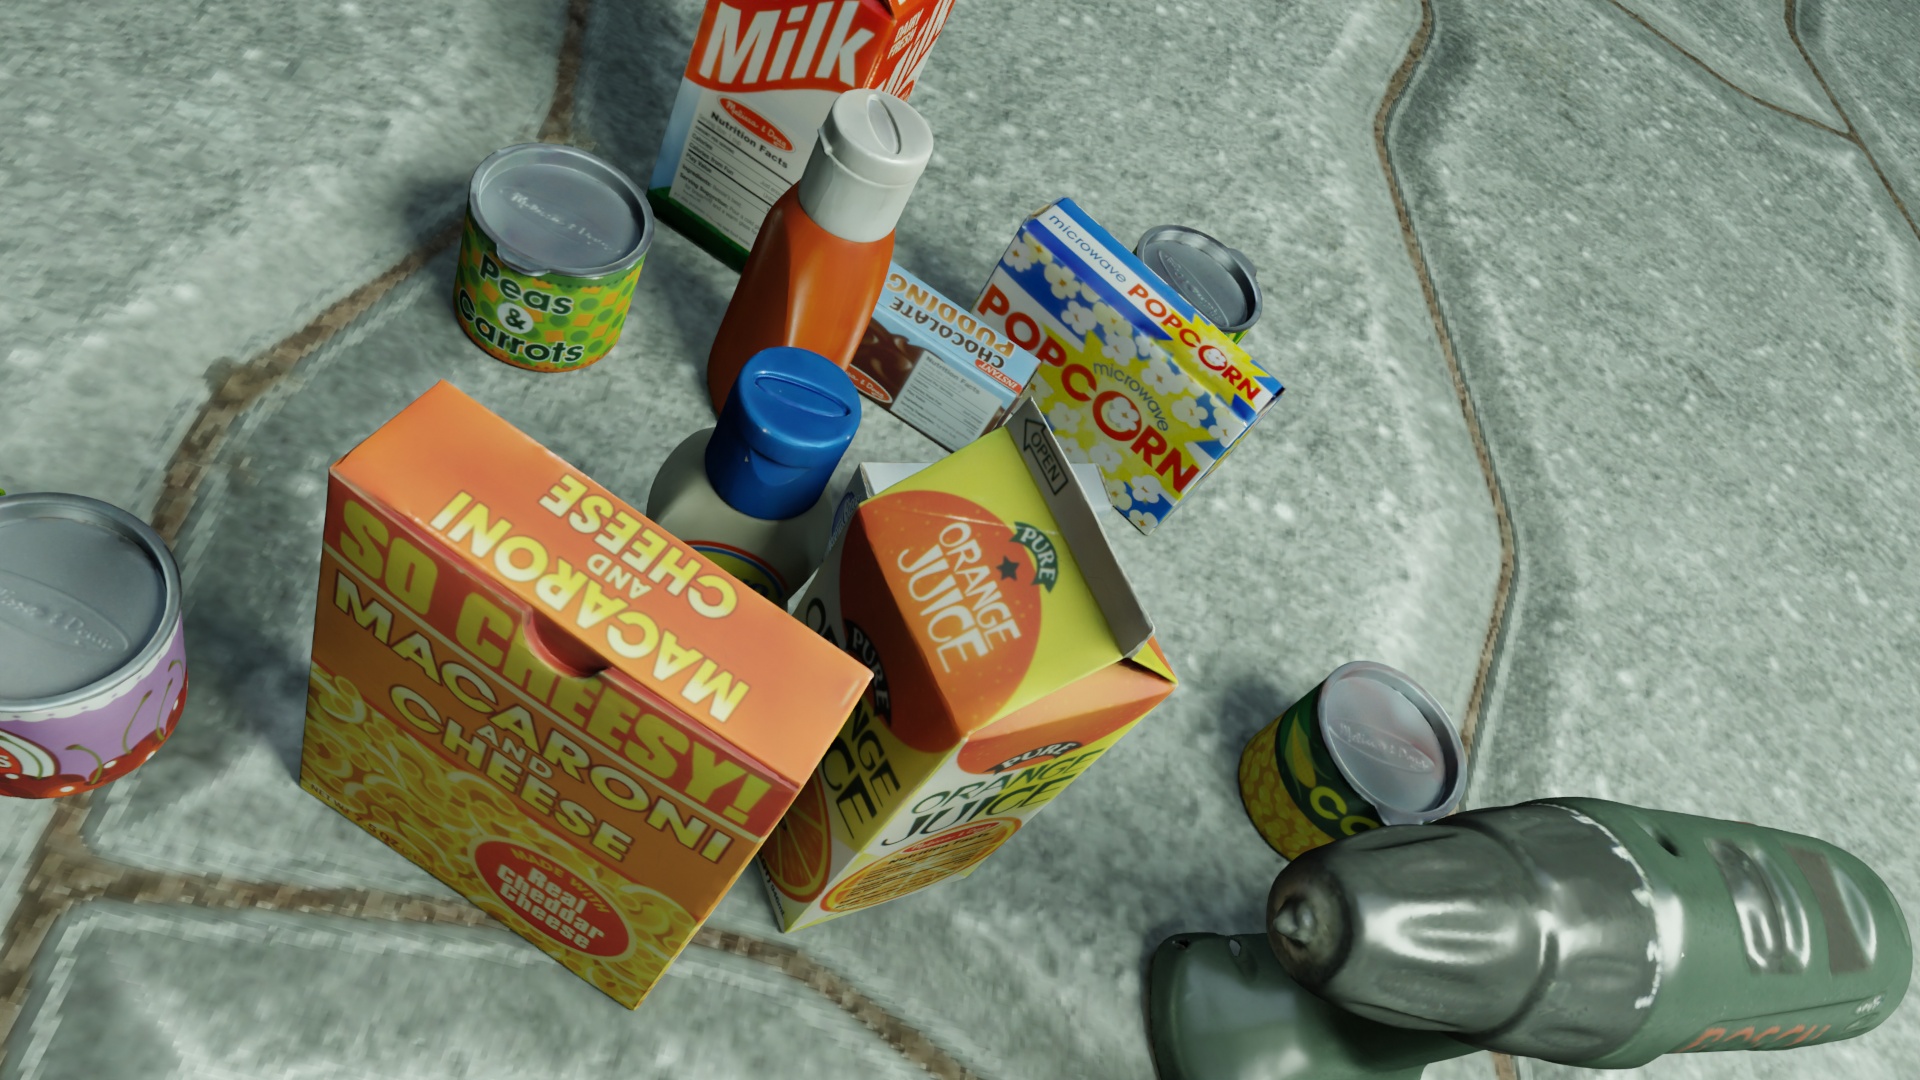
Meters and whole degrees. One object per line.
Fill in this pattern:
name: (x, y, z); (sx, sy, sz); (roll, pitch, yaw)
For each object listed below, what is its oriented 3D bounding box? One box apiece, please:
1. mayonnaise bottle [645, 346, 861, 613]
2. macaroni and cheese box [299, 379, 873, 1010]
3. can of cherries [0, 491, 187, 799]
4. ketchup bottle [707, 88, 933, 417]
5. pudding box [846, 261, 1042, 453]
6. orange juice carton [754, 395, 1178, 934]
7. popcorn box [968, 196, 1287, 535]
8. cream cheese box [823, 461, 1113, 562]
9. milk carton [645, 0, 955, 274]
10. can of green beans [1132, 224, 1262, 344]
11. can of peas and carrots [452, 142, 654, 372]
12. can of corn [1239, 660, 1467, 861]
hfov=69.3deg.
mayonnaise bottle: (-0.072, -0.001, 0.435); (0.065, 0.147, 0.041); (19, 51, -14)
macaroni and cheese box: (-0.108, 0.053, 0.366); (0.124, 0.165, 0.040); (34, 49, -1)
can of cherries: (-0.252, 0.031, 0.379); (0.071, 0.058, 0.072); (14, 52, -18)
ketchup bottle: (-0.054, -0.098, 0.513); (0.043, 0.148, 0.065); (-2, 58, -28)
pudding box: (-0.015, -0.076, 0.583); (0.084, 0.049, 0.030); (33, 49, -2)
orange juice carton: (-0.005, 0.043, 0.408); (0.073, 0.191, 0.072); (-10, 62, -32)
popcorn box: (0.064, -0.074, 0.599); (0.127, 0.084, 0.038); (43, 49, 7)
cream cheese box: (0.002, -0.007, 0.540); (0.104, 0.053, 0.024); (-1, 58, -28)
milk carton: (-0.058, -0.197, 0.555); (0.073, 0.189, 0.073); (34, 49, -1)
can of green beans: (0.099, -0.105, 0.658); (0.071, 0.057, 0.071); (14, 52, -18)
can of peas and carrots: (-0.156, -0.104, 0.526); (0.071, 0.058, 0.071); (14, 52, -18)
can of corn: (0.152, 0.092, 0.542); (0.071, 0.058, 0.071); (14, 52, -18)
